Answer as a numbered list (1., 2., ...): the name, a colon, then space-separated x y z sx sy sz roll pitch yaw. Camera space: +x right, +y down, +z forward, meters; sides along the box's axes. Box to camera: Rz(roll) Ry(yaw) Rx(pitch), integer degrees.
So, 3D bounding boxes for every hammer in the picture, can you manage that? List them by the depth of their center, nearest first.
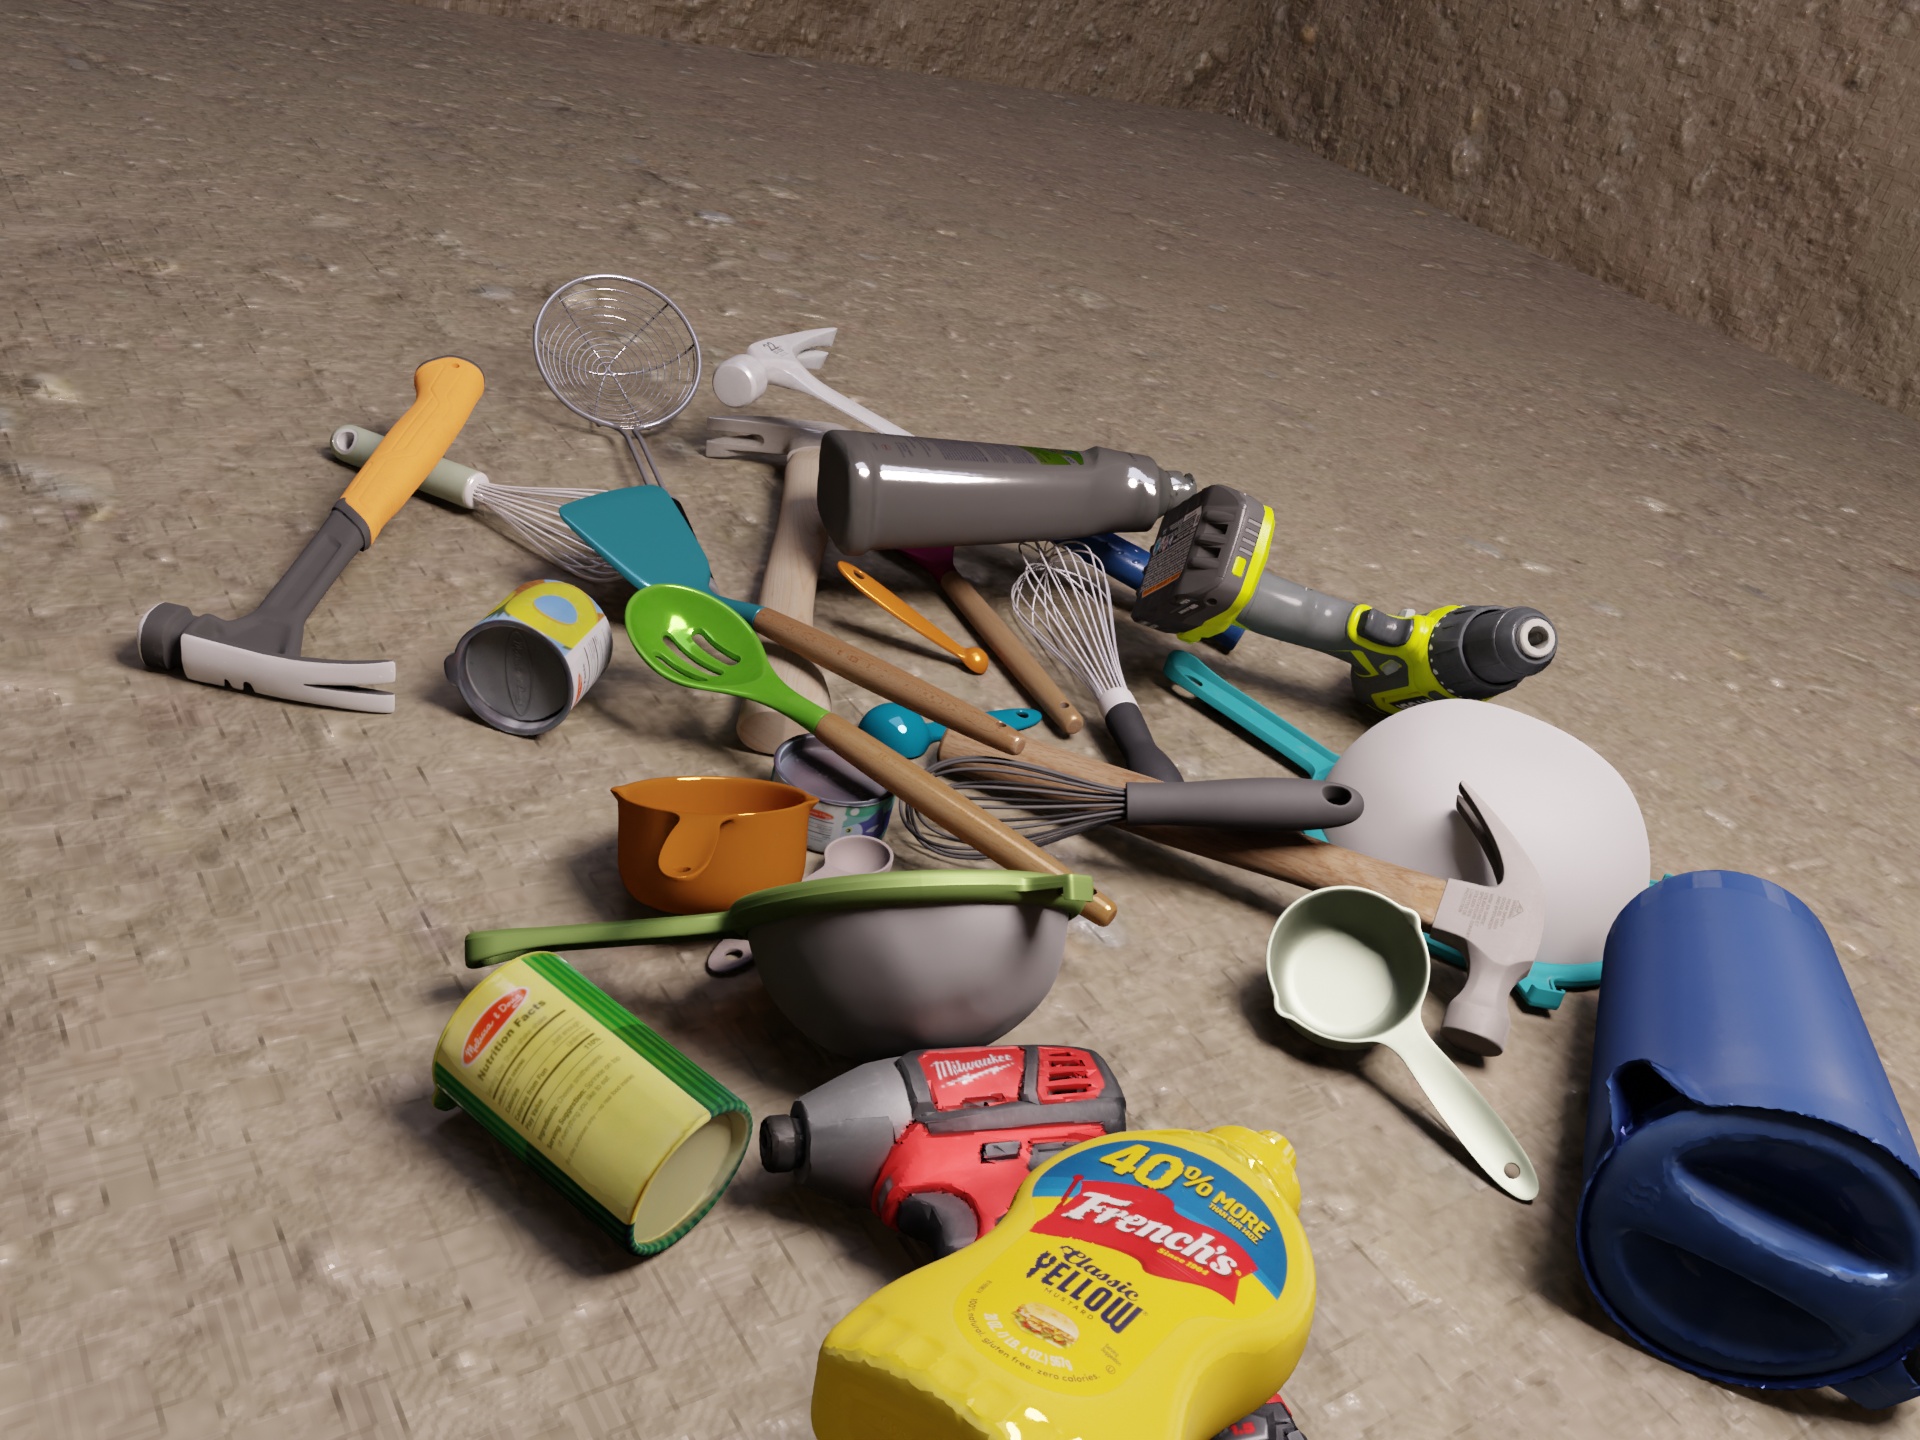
1. hammer: 0.142 0.058 0.848 0.331 0.031 0.130 19 66 18
2. hammer: -0.338 -0.126 0.930 0.127 0.034 0.337 12 38 -4
3. hammer: -0.117 -0.105 1.035 0.146 0.038 0.411 5 32 -4
4. hammer: 0.027 -0.168 1.138 0.405 0.035 0.144 30 32 4

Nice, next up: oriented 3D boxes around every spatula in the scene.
1. spatula: -0.092 -0.057 0.890 0.318 0.044 0.082 26 31 29

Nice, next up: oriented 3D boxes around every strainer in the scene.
1. strainer: -0.072 0.109 0.656 0.256 0.151 0.069 -3 76 -7
2. strainer: 0.265 0.018 0.948 0.341 0.095 0.211 37 36 30

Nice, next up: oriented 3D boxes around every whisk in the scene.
1. whisk: 0.087 0.045 0.820 0.239 0.055 0.055 0 30 3
2. whisk: 0.089 -0.027 0.989 0.070 0.070 0.285 3 37 -20
3. whisk: -0.303 -0.145 1.021 0.246 0.058 0.059 21 -4 16

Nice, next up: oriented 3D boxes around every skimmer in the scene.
1. skimmer: -0.214 -0.202 1.100 0.127 0.090 0.364 0 34 -24

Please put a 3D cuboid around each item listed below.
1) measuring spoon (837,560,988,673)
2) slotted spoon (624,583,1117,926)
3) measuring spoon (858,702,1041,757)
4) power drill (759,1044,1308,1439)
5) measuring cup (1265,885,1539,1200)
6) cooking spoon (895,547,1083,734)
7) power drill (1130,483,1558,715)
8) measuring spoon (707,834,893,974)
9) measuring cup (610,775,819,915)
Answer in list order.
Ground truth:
1. measuring spoon: -0.028 -0.067 0.995 0.117 0.011 0.021 35 29 -14
2. slotted spoon: -0.052 0.016 0.807 0.314 0.031 0.070 32 41 23
3. measuring spoon: -0.001 -0.003 0.934 0.128 0.021 0.042 -8 37 -35
4. power drill: 0.017 0.200 0.554 0.143 0.078 0.220 2 30 -22
5. measuring cup: 0.210 0.155 0.750 0.083 0.038 0.168 -34 68 -6
6. cooking spoon: 0.003 -0.082 1.071 0.068 0.017 0.319 -12 38 -21
7. power drill: 0.239 -0.067 0.995 0.228 0.080 0.190 20 -8 -9
8. measuring spoon: -0.076 0.091 0.756 0.034 0.018 0.124 22 37 28
9. measuring cup: -0.112 0.066 0.690 0.095 0.052 0.174 3 10 -3
